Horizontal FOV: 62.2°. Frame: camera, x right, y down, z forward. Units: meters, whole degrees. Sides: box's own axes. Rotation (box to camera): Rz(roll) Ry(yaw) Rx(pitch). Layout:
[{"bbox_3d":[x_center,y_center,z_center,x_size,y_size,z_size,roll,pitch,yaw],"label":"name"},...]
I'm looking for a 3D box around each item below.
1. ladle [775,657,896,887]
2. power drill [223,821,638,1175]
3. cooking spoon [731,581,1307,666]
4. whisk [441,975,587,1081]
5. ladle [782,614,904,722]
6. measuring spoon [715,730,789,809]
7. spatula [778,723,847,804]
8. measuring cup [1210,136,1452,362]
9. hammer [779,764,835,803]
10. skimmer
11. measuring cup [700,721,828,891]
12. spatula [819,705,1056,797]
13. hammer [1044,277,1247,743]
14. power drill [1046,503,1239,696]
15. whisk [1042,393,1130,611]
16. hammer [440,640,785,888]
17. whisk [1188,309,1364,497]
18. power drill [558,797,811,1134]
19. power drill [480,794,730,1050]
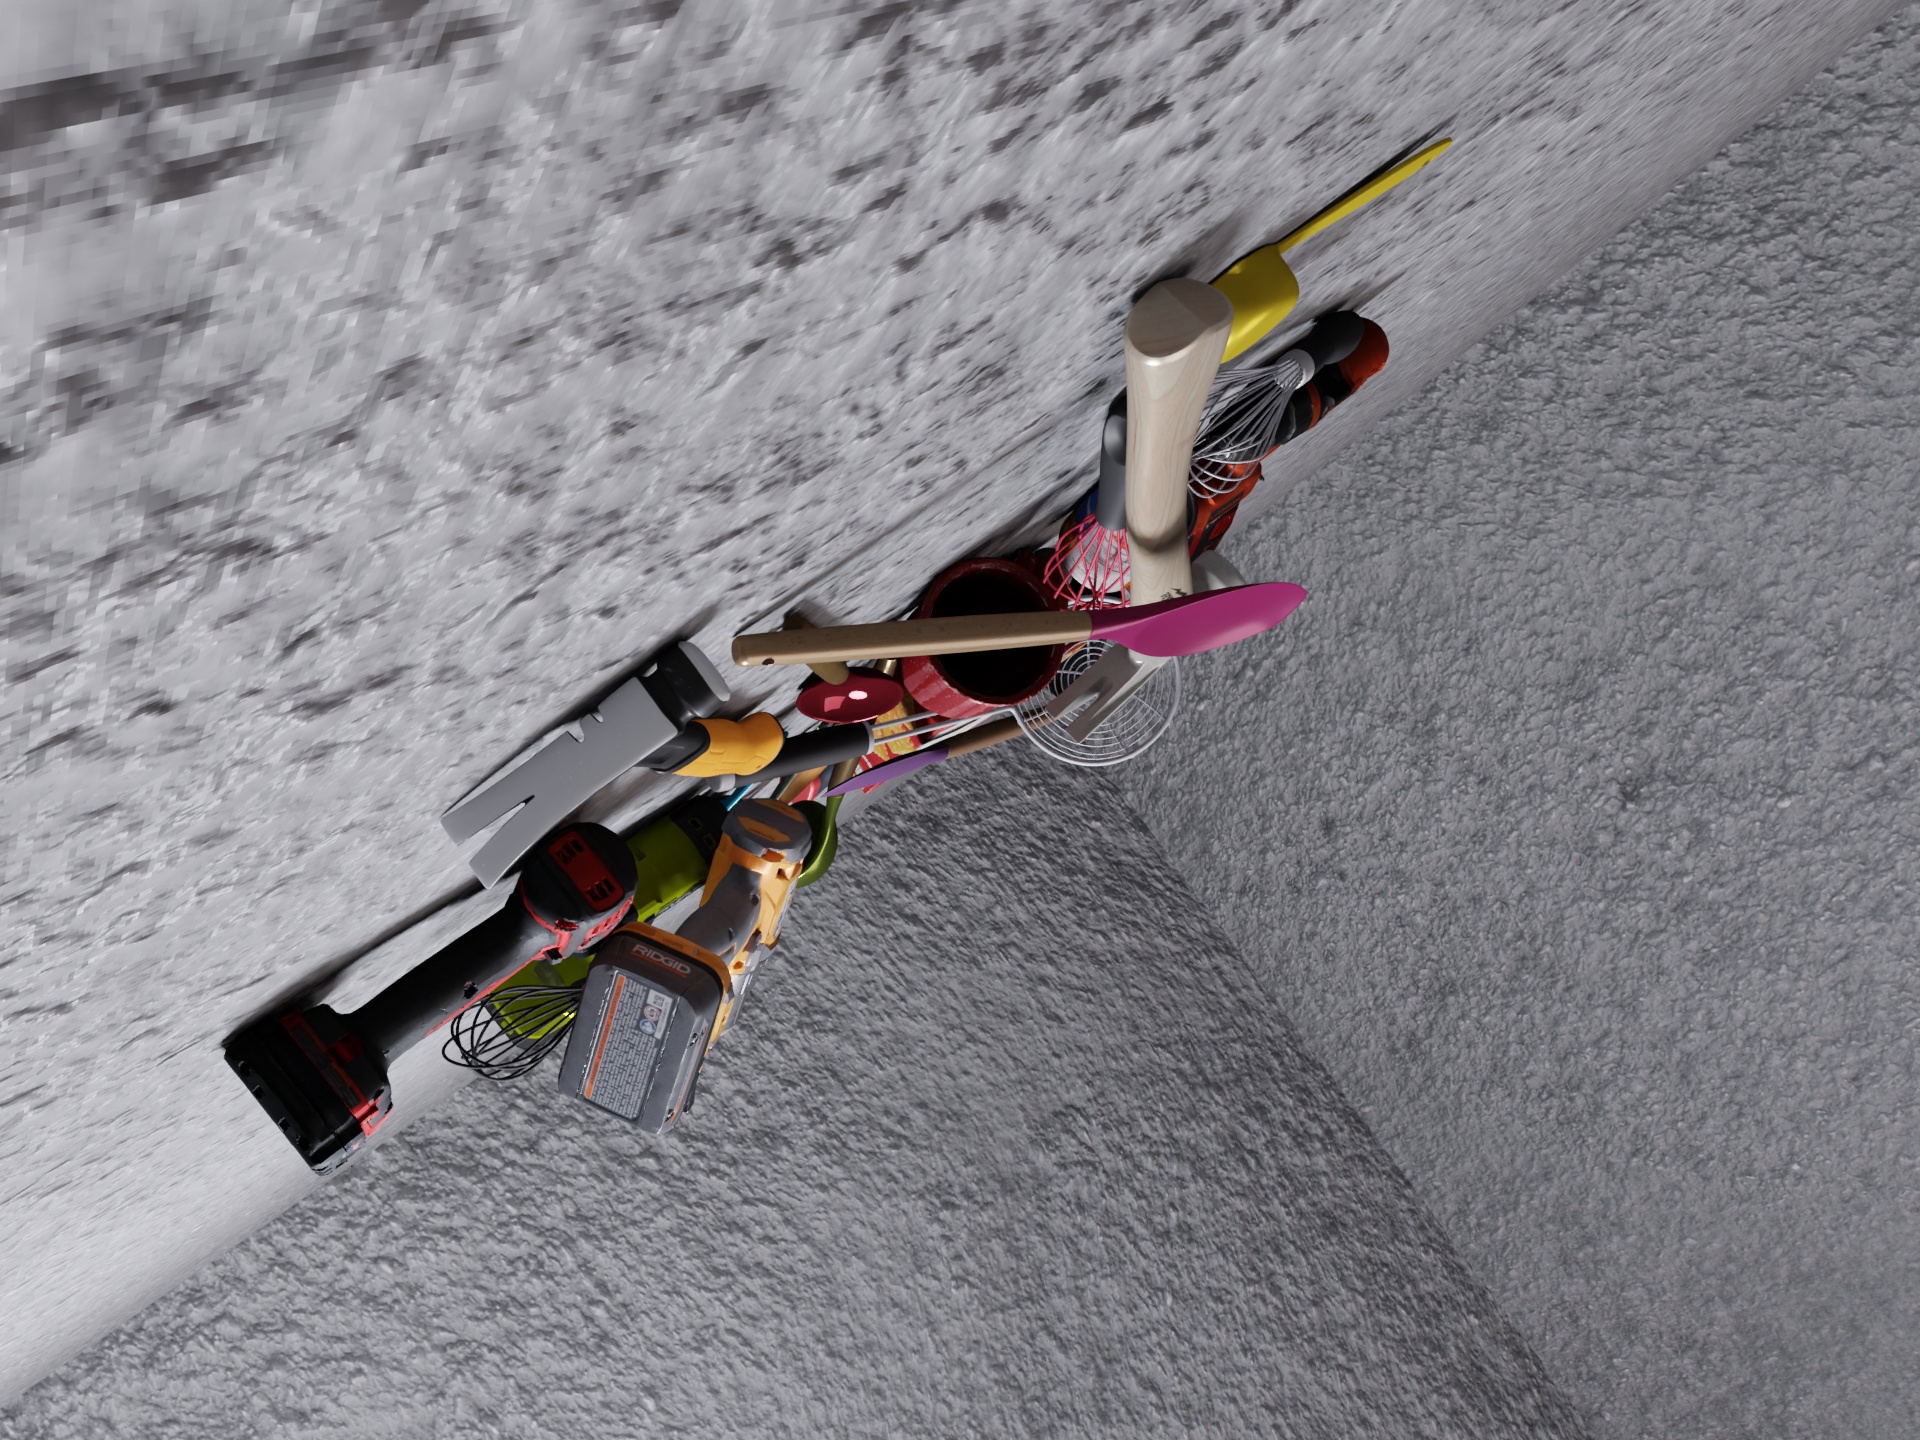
[{"bbox_3d":[-0.101,0.037,1.218,0.320,0.062,0.078,116,-17,-53],"label":"ladle"},{"bbox_3d":[-0.277,0.145,0.867,0.220,0.078,0.143,-38,179,-26],"label":"power drill"},{"bbox_3d":[0.039,-0.046,0.780,0.318,0.017,0.068,-6,155,-29],"label":"cooking spoon"},{"bbox_3d":[-0.246,0.179,1.027,0.055,0.055,0.239,-37,173,22],"label":"whisk"},{"bbox_3d":[-0.074,-0.029,0.896,0.069,0.031,0.315,-10,174,1],"label":"ladle"},{"bbox_3d":[-0.170,0.047,1.174,0.128,0.021,0.042,-47,-160,26],"label":"measuring spoon"},{"bbox_3d":[-0.143,0.045,1.335,0.081,0.041,0.322,-35,175,-40],"label":"spatula"},{"bbox_3d":[0.167,-0.214,0.725,0.156,0.029,0.062,-34,177,-4],"label":"measuring cup"},{"bbox_3d":[-0.009,-0.037,1.523,0.386,0.038,0.143,-36,179,-14],"label":"hammer"},{"bbox_3d":[-0.002,-0.004,1.106,0.363,0.127,0.090,-15,-175,-37],"label":"skimmer"},{"bbox_3d":[-0.164,0.057,1.245,0.167,0.038,0.083,-54,-162,-5],"label":"measuring cup"},{"bbox_3d":[-0.002,0.020,1.244,0.060,0.018,0.316,-29,174,36],"label":"spatula"},{"bbox_3d":[0.094,-0.094,0.812,0.146,0.038,0.410,-43,164,-6],"label":"hammer"},{"bbox_3d":[0.143,-0.114,1.413,0.227,0.080,0.187,-38,165,-29],"label":"power drill"},{"bbox_3d":[0.088,-0.115,0.935,0.073,0.073,0.295,-36,167,-10],"label":"whisk"},{"bbox_3d":[-0.142,0.019,0.792,0.127,0.034,0.337,-37,178,2],"label":"hammer"},{"bbox_3d":[0.195,-0.207,0.981,0.070,0.070,0.284,-39,-179,44],"label":"whisk"},{"bbox_3d":[-0.175,0.172,1.034,0.226,0.084,0.185,-57,168,-64],"label":"power drill"},{"bbox_3d":[-0.266,0.152,1.152,0.171,0.080,0.223,-35,173,-42],"label":"power drill"}]
